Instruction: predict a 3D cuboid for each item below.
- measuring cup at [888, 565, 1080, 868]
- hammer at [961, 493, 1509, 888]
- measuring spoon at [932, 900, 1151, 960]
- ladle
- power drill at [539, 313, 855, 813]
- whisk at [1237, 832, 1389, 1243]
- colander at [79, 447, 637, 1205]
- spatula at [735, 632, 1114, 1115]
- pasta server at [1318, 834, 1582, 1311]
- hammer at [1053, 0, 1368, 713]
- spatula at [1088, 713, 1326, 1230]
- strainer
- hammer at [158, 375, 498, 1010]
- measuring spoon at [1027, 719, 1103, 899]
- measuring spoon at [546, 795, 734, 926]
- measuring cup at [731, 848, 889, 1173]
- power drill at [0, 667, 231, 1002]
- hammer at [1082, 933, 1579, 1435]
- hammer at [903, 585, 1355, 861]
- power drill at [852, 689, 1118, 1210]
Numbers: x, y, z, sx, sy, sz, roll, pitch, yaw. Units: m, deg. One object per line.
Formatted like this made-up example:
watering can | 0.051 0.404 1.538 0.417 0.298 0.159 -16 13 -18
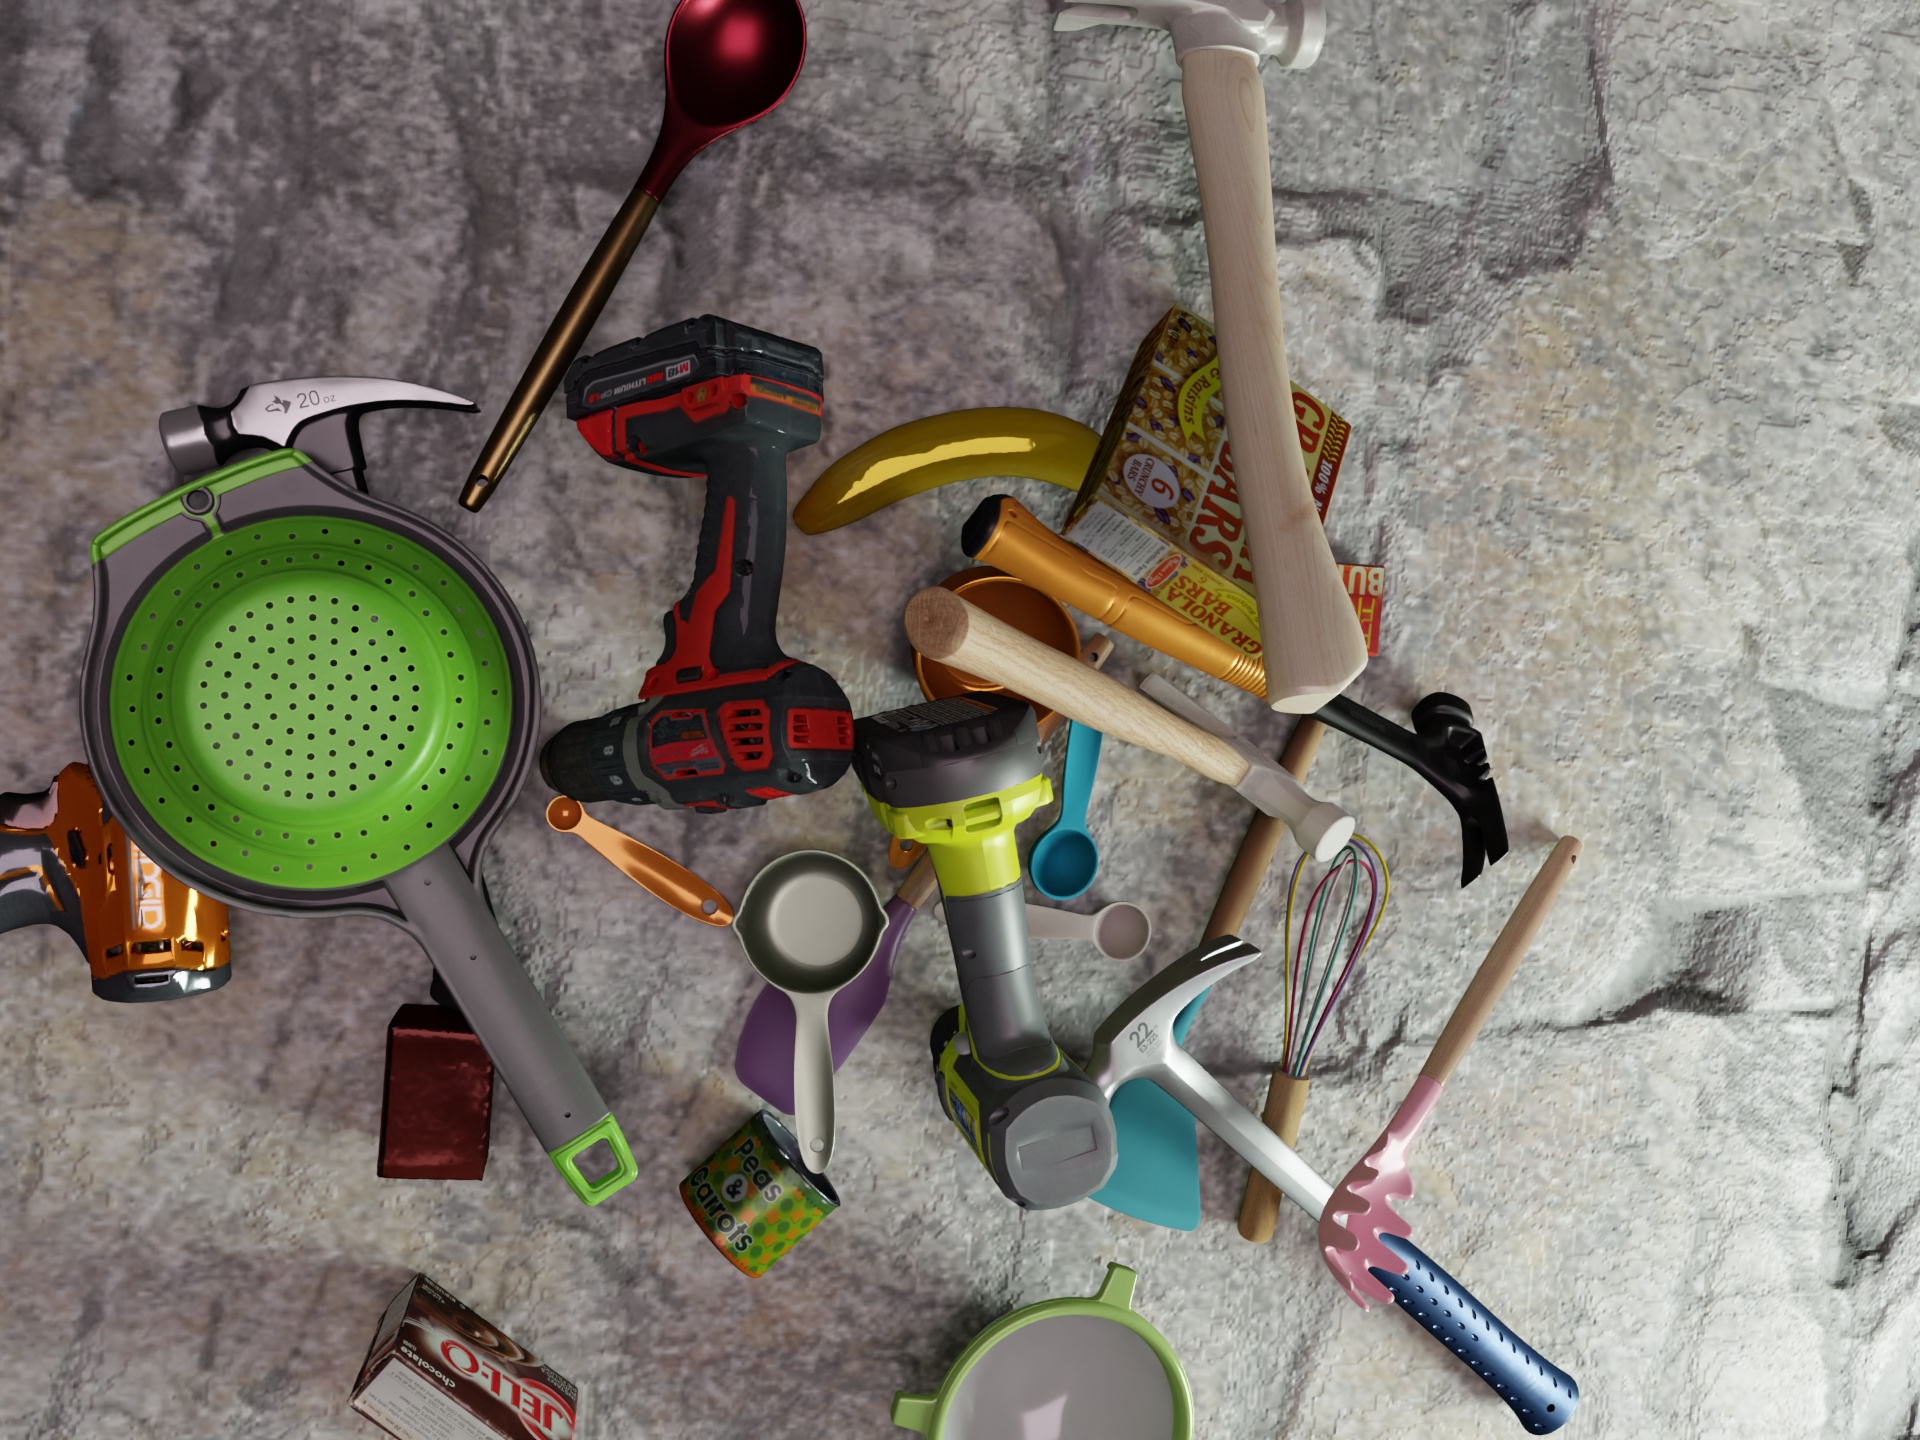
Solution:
measuring cup | -0.001 -0.003 0.861 0.095 0.052 0.173 22 104 -14
hammer | 0.149 -0.025 0.838 0.336 0.127 0.034 25 129 -19
measuring spoon | 0.045 0.112 0.896 0.124 0.018 0.034 7 94 -6
ladle | -0.170 -0.242 0.802 0.069 0.031 0.315 29 81 -12
power drill | -0.141 -0.066 0.783 0.080 0.188 0.227 3 82 -53
whisk | 0.200 0.184 0.917 0.047 0.051 0.245 11 94 -18
colander | -0.254 0.062 0.733 0.204 0.094 0.397 -31 99 -18
spatula | -0.016 0.078 0.876 0.060 0.018 0.316 38 86 -4
pasta server | 0.282 0.183 0.888 0.316 0.040 0.060 -50 124 -25
hammer | 0.138 -0.203 0.807 0.146 0.038 0.411 0 72 -11
spatula | 0.153 0.127 0.902 0.082 0.044 0.317 25 87 -20
strainer | 0.071 0.431 0.892 0.151 0.069 0.256 -28 100 -11
hammer | -0.279 -0.010 0.806 0.146 0.035 0.334 -16 97 -10
measuring spoon | 0.061 0.035 0.886 0.042 0.021 0.128 8 93 -24
measuring spoon | -0.170 0.076 0.849 0.116 0.011 0.021 36 86 -15
measuring cup | -0.076 0.152 0.844 0.083 0.038 0.167 -2 86 3
power drill | -0.470 0.055 0.749 0.226 0.084 0.164 -2 94 -16
hammer | 0.225 0.282 0.902 0.405 0.035 0.144 43 83 -20
hammer | 0.079 -0.005 0.772 0.331 0.130 0.031 22 106 -53
power drill | 0.006 0.106 0.790 0.080 0.191 0.228 -13 98 -12
